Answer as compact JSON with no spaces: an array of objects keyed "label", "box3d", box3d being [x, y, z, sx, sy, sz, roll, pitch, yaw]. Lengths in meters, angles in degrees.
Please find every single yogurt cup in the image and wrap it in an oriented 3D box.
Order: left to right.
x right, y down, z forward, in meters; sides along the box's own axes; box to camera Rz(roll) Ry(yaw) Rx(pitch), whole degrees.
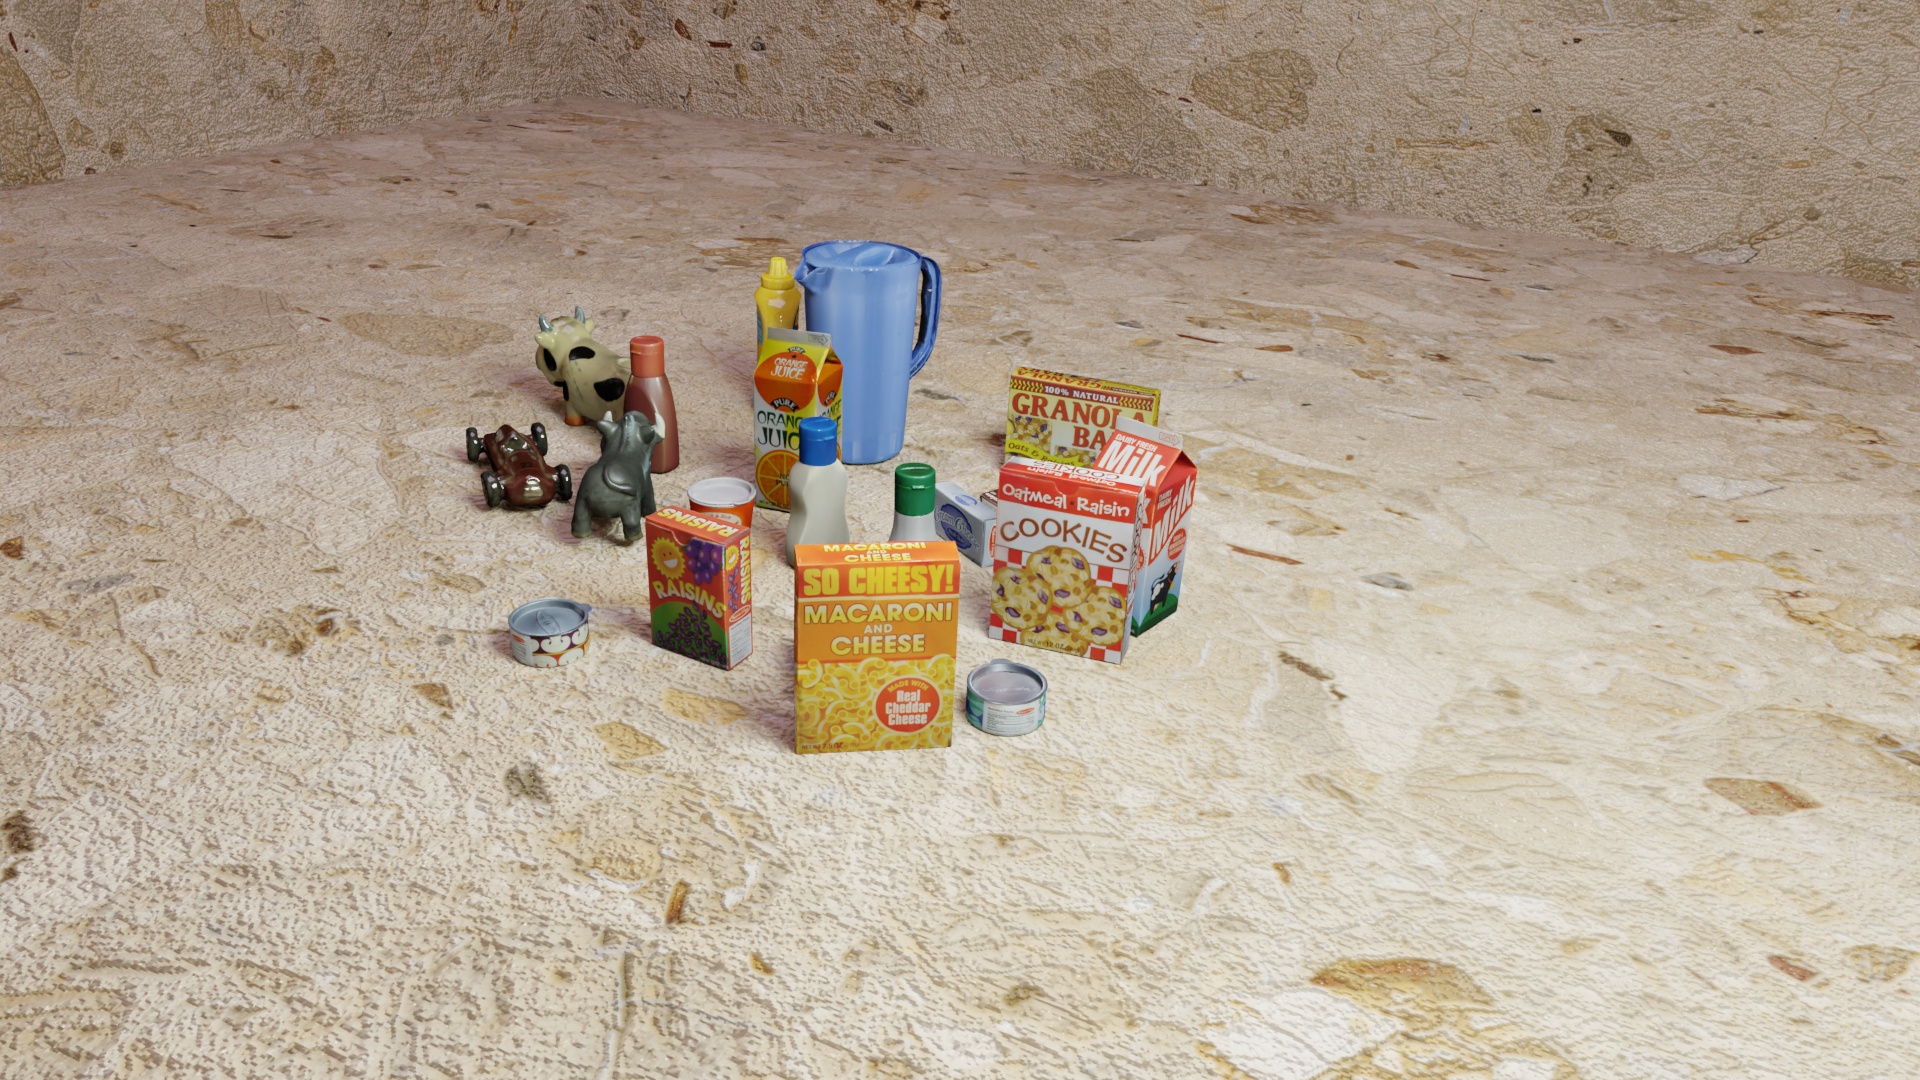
[{"label":"yogurt cup","box3d":[-0.240,-0.027,1.400,0.072,0.053,0.073,3,26,-1]}]

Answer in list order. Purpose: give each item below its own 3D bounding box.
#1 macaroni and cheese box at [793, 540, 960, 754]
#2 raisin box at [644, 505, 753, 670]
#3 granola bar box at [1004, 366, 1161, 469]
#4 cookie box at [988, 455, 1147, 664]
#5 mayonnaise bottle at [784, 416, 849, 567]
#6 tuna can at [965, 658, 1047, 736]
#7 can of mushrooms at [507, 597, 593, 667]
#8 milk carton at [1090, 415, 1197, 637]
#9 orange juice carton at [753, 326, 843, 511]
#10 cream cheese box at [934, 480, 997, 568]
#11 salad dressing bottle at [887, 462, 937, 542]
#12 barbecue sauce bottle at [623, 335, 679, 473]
[{"label":"macaroni and cheese box","box3d":[-0.066,0.082,1.065,0.124,0.165,0.040,-2,26,-10]},{"label":"raisin box","box3d":[-0.223,0.040,1.183,0.086,0.122,0.040,16,28,25]},{"label":"granola bar box","box3d":[0.134,-0.120,1.555,0.165,0.123,0.039,11,27,16]},{"label":"cookie box","box3d":[0.092,0.018,1.215,0.123,0.166,0.040,11,26,15]},{"label":"mayonnaise bottle","box3d":[-0.138,-0.045,1.341,0.065,0.147,0.041,-17,32,-36]},{"label":"tuna can","box3d":[0.037,0.128,1.135,0.071,0.032,0.071,3,26,-1]},{"label":"can of mushrooms","box3d":[-0.350,0.078,1.192,0.071,0.033,0.071,3,26,-1]},{"label":"milk carton","box3d":[0.162,-0.017,1.268,0.072,0.189,0.074,21,31,33]},{"label":"orange juice carton","box3d":[-0.170,-0.129,1.459,0.072,0.191,0.073,10,26,15]},{"label":"cream cheese box","box3d":[0.005,-0.018,1.409,0.024,0.053,0.104,-12,30,-29]},{"label":"salad dressing bottle","box3d":[-0.042,0.003,1.252,0.064,0.147,0.044,-2,26,-11]},{"label":"barbecue sauce bottle","box3d":[-0.344,-0.151,1.535,0.065,0.147,0.044,16,28,25]}]
